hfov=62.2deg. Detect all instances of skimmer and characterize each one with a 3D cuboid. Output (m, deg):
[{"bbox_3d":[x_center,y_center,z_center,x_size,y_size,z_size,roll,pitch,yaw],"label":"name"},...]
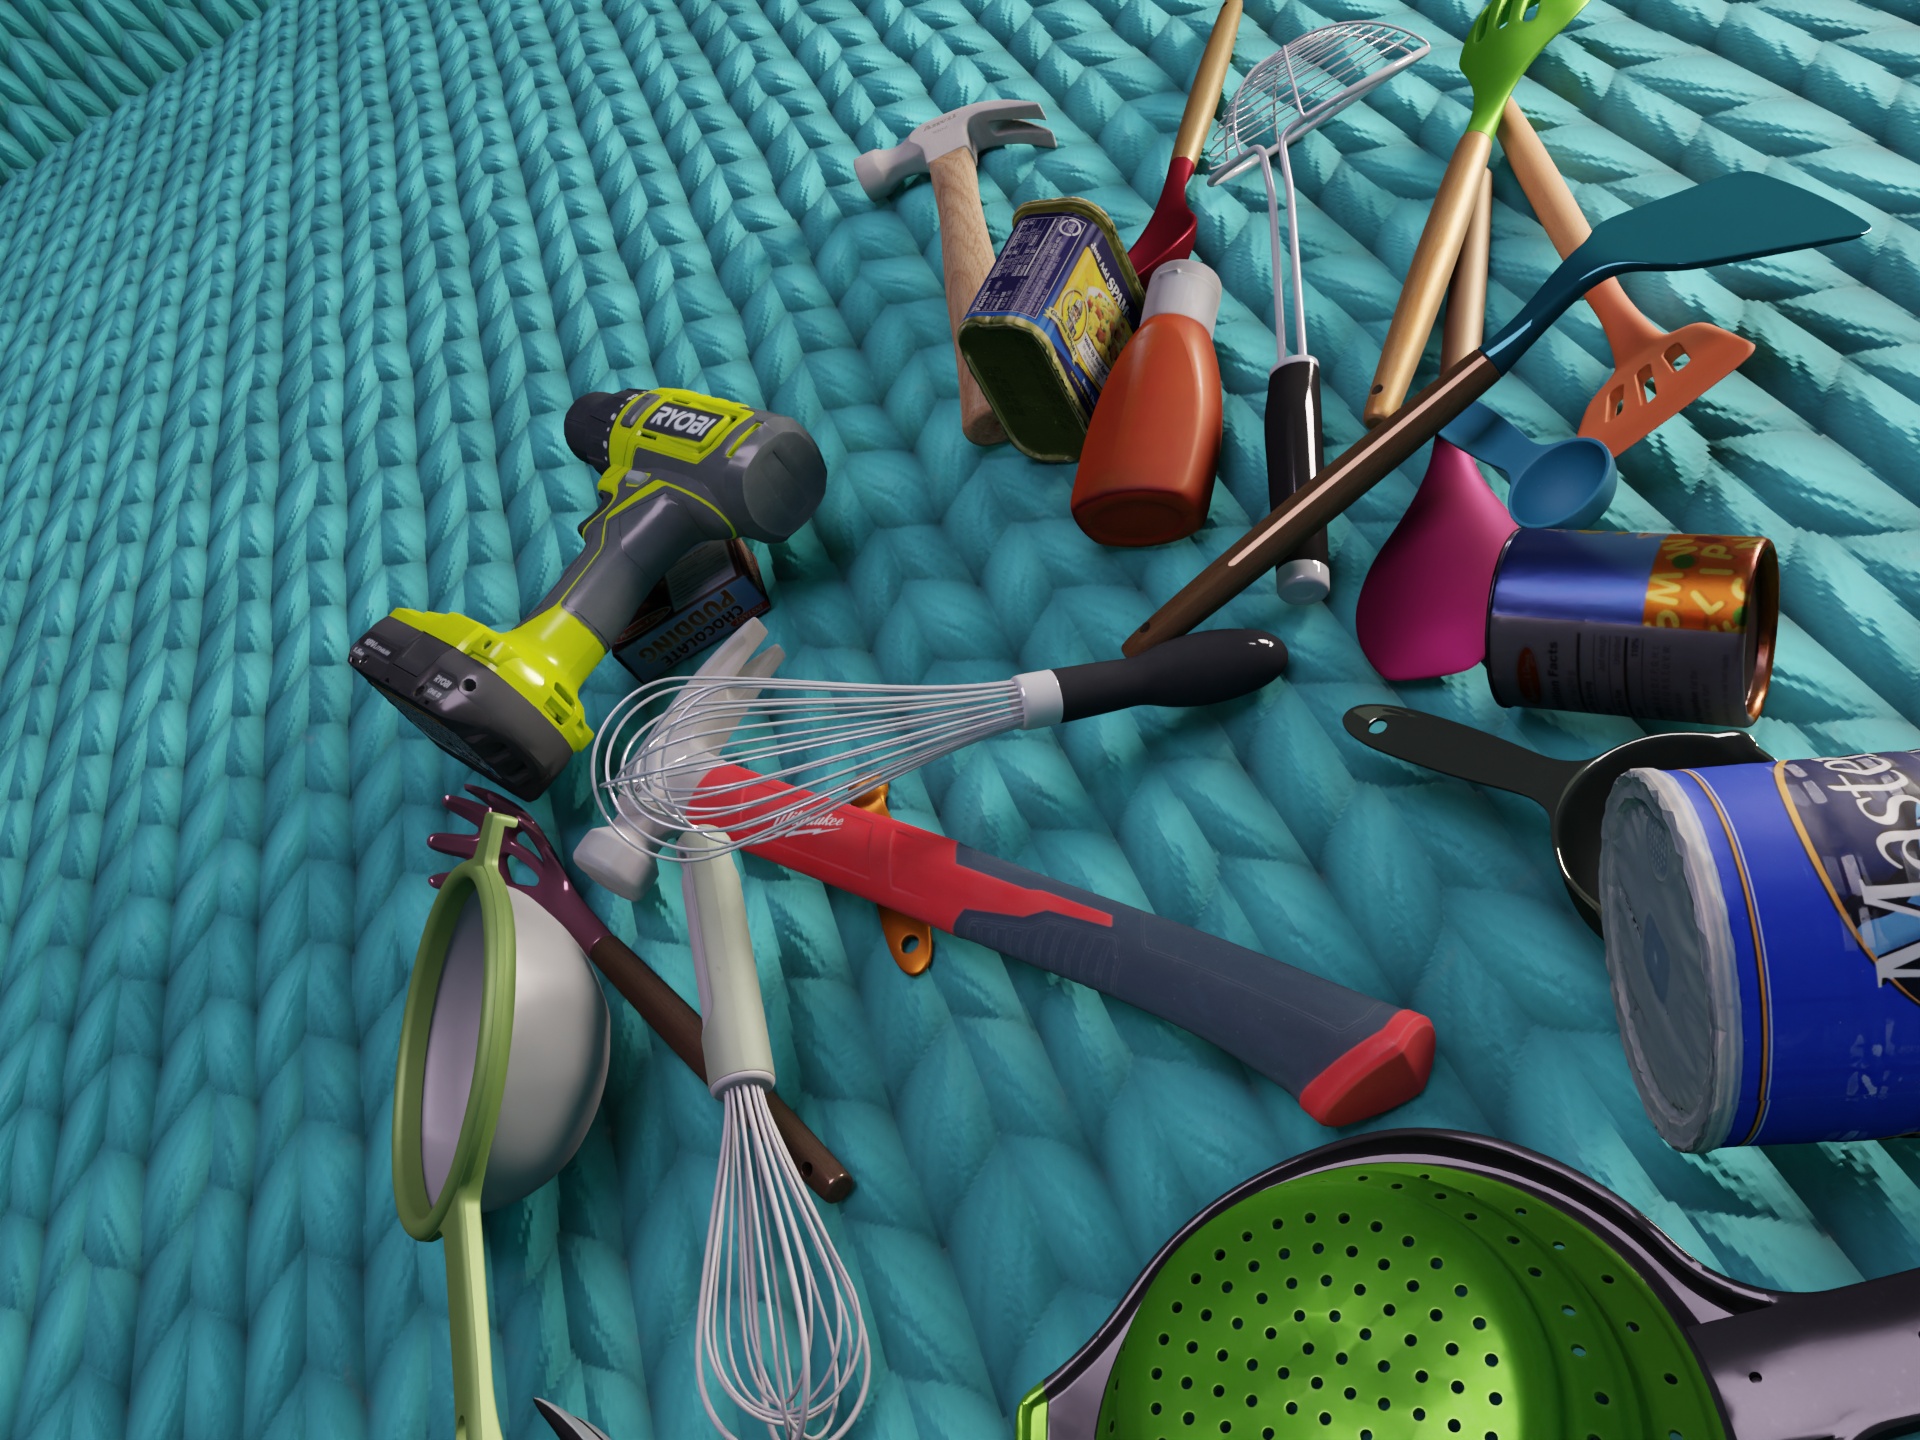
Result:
[{"bbox_3d":[0.176,-0.202,0.770,0.127,0.090,0.364,-23,52,40],"label":"skimmer"}]

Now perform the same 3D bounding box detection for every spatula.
[{"bbox_3d":[0.274,-0.218,0.718,0.081,0.041,0.323,-40,35,33],"label":"spatula"},{"bbox_3d":[0.196,-0.118,0.638,0.317,0.044,0.082,-39,34,14],"label":"spatula"}]

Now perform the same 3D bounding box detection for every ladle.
[{"bbox_3d":[0.131,-0.335,0.919,0.069,0.031,0.316,-21,39,43],"label":"ladle"}]

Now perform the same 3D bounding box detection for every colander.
[{"bbox_3d":[0.181,0.162,0.402,0.397,0.094,0.205,-22,45,14],"label":"colander"}]

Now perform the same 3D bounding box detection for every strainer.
[{"bbox_3d":[-0.168,0.171,0.615,0.151,0.069,0.257,-58,36,33],"label":"strainer"}]

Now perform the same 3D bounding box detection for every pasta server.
[{"bbox_3d":[-0.148,0.112,0.691,0.316,0.040,0.060,32,102,43],"label":"pasta server"}]

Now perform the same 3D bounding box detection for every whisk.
[{"bbox_3d":[-0.080,0.143,0.586,0.059,0.057,0.247,-4,53,-17],"label":"whisk"},{"bbox_3d":[-0.001,-0.003,0.624,0.284,0.070,0.070,-11,41,-14],"label":"whisk"}]

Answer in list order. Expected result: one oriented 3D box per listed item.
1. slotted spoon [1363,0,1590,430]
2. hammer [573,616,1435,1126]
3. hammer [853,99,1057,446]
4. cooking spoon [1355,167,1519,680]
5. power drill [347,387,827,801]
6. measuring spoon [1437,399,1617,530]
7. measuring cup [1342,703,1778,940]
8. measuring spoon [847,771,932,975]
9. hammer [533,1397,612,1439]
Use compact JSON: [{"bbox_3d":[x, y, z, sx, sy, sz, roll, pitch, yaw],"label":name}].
[{"bbox_3d":[0.241,-0.259,0.758,0.070,0.031,0.314,-7,51,49],"label":"slotted spoon"},{"bbox_3d":[0.008,0.055,0.634,0.386,0.038,0.143,16,64,38],"label":"hammer"},{"bbox_3d":[0.007,-0.274,0.940,0.130,0.031,0.332,-22,45,15],"label":"hammer"},{"bbox_3d":[0.219,-0.144,0.703,0.069,0.017,0.319,-8,49,32],"label":"cooking spoon"},{"bbox_3d":[-0.199,-0.083,0.823,0.191,0.080,0.228,22,66,42],"label":"power drill"},{"bbox_3d":[0.223,-0.105,0.641,0.042,0.021,0.129,-46,28,13],"label":"measuring spoon"},{"bbox_3d":[0.205,0.031,0.546,0.168,0.038,0.083,24,68,45],"label":"measuring cup"},{"bbox_3d":[-0.032,0.062,0.681,0.021,0.011,0.117,-28,44,8],"label":"measuring spoon"},{"bbox_3d":[-0.221,0.379,0.504,0.337,0.034,0.127,-43,44,-8],"label":"hammer"}]
